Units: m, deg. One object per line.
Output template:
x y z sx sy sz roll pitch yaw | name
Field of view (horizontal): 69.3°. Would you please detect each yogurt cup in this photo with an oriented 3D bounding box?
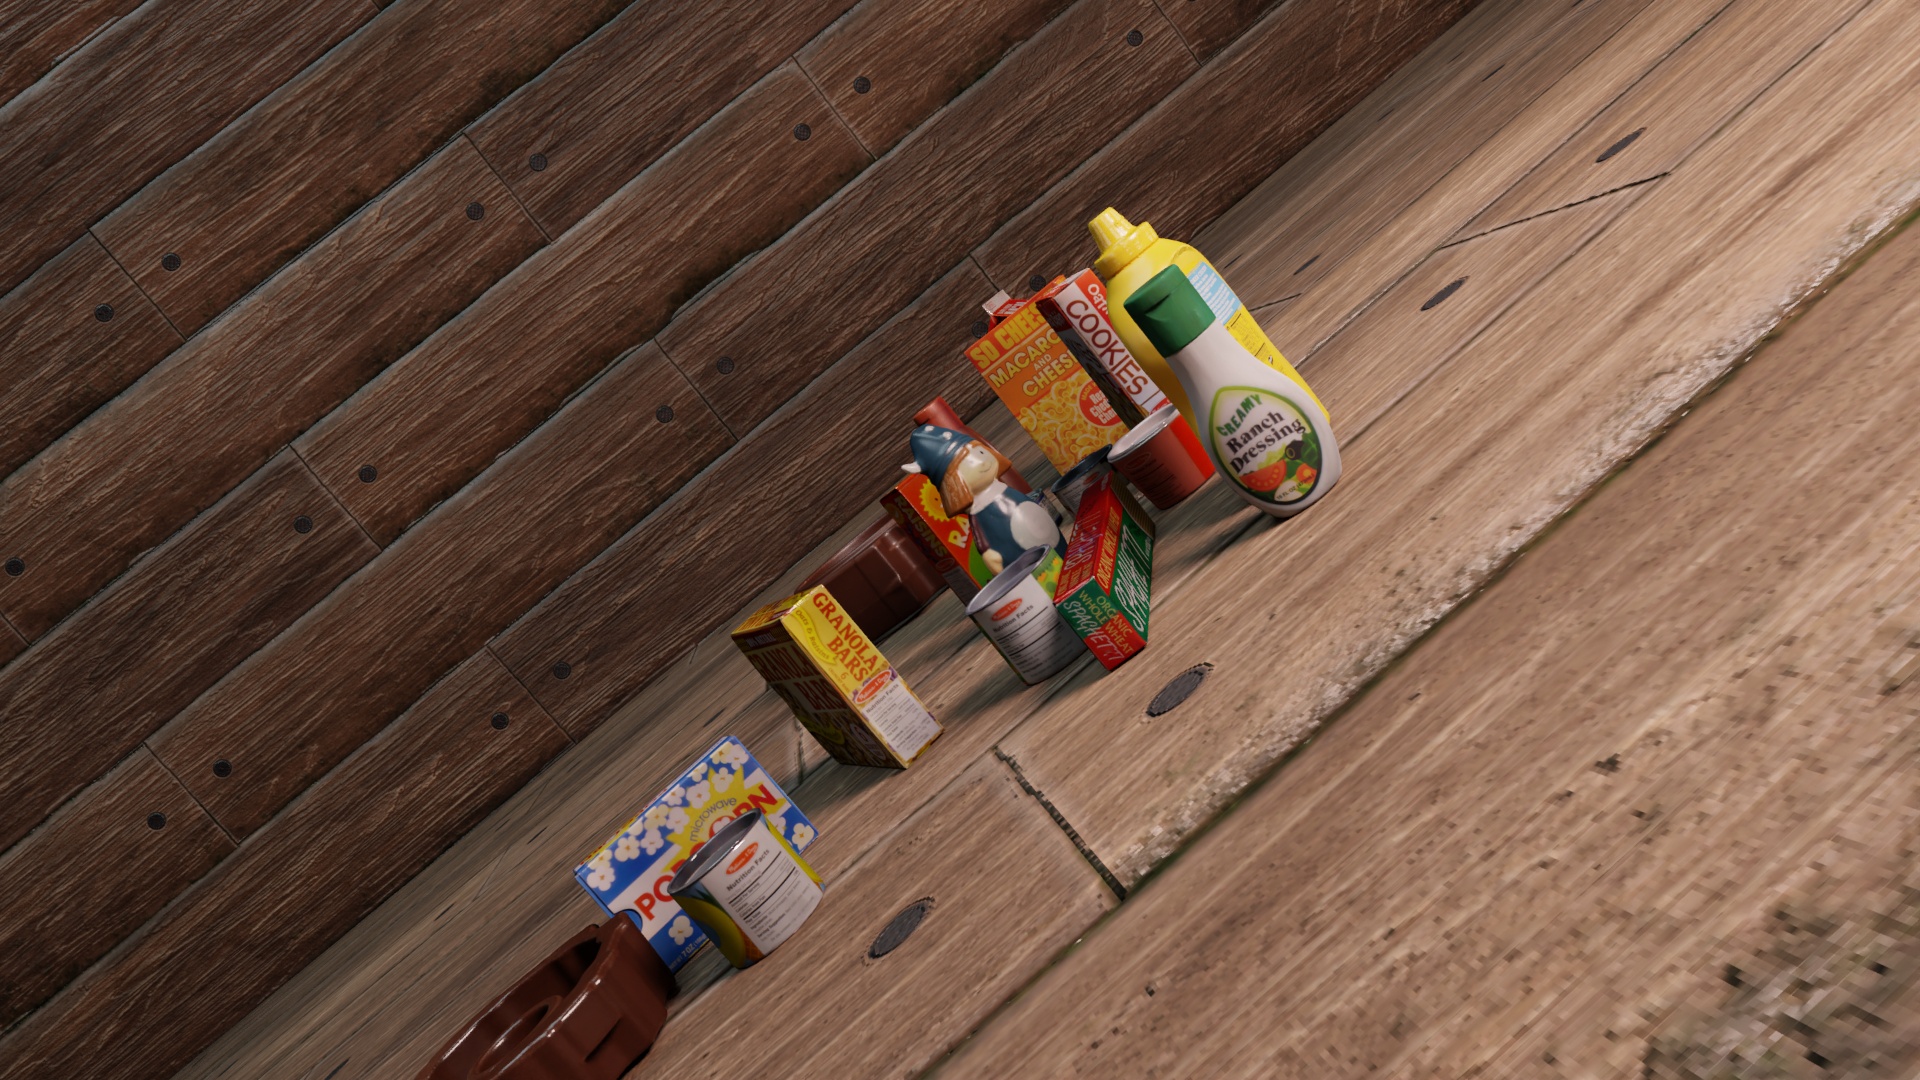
0.147 -0.059 0.989 0.072 0.054 0.072 -38 7 6 | yogurt cup

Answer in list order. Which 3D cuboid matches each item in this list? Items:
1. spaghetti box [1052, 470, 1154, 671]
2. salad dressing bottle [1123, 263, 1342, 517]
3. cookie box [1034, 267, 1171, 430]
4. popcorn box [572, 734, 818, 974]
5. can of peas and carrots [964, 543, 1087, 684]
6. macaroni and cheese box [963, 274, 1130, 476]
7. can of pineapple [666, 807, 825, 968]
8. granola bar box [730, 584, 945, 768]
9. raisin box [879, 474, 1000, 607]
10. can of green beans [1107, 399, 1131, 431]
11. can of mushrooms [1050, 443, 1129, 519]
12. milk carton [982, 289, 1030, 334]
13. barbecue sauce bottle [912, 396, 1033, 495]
0.092 0.011 0.848 0.028 0.050 0.251 -37 7 17 | spaghetti box
0.147 -0.082 0.756 0.064 0.147 0.044 -36 7 22 | salad dressing bottle
0.128 -0.134 1.092 0.040 0.167 0.123 -39 7 2 | cookie box
-0.163 0.193 0.860 0.127 0.085 0.038 -42 7 -21 | popcorn box
0.047 0.043 0.840 0.071 0.058 0.071 -38 7 6 | can of peas and carrots
0.103 -0.163 1.393 0.123 0.166 0.040 -36 8 26 | macaroni and cheese box
-0.117 0.190 0.761 0.071 0.058 0.071 -38 7 6 | can of pineapple
-0.088 0.095 0.936 0.039 0.124 0.165 -42 8 -20 | granola bar box
0.004 -0.014 1.150 0.086 0.123 0.040 -44 8 -33 | raisin box
0.172 -0.119 1.218 0.071 0.058 0.071 -38 7 6 | can of green beans
0.113 -0.051 1.187 0.071 0.033 0.071 -38 7 6 | can of mushrooms
0.094 -0.181 1.457 0.073 0.190 0.073 -35 8 29 | milk carton
0.013 -0.076 1.384 0.064 0.148 0.044 -33 9 43 | barbecue sauce bottle
